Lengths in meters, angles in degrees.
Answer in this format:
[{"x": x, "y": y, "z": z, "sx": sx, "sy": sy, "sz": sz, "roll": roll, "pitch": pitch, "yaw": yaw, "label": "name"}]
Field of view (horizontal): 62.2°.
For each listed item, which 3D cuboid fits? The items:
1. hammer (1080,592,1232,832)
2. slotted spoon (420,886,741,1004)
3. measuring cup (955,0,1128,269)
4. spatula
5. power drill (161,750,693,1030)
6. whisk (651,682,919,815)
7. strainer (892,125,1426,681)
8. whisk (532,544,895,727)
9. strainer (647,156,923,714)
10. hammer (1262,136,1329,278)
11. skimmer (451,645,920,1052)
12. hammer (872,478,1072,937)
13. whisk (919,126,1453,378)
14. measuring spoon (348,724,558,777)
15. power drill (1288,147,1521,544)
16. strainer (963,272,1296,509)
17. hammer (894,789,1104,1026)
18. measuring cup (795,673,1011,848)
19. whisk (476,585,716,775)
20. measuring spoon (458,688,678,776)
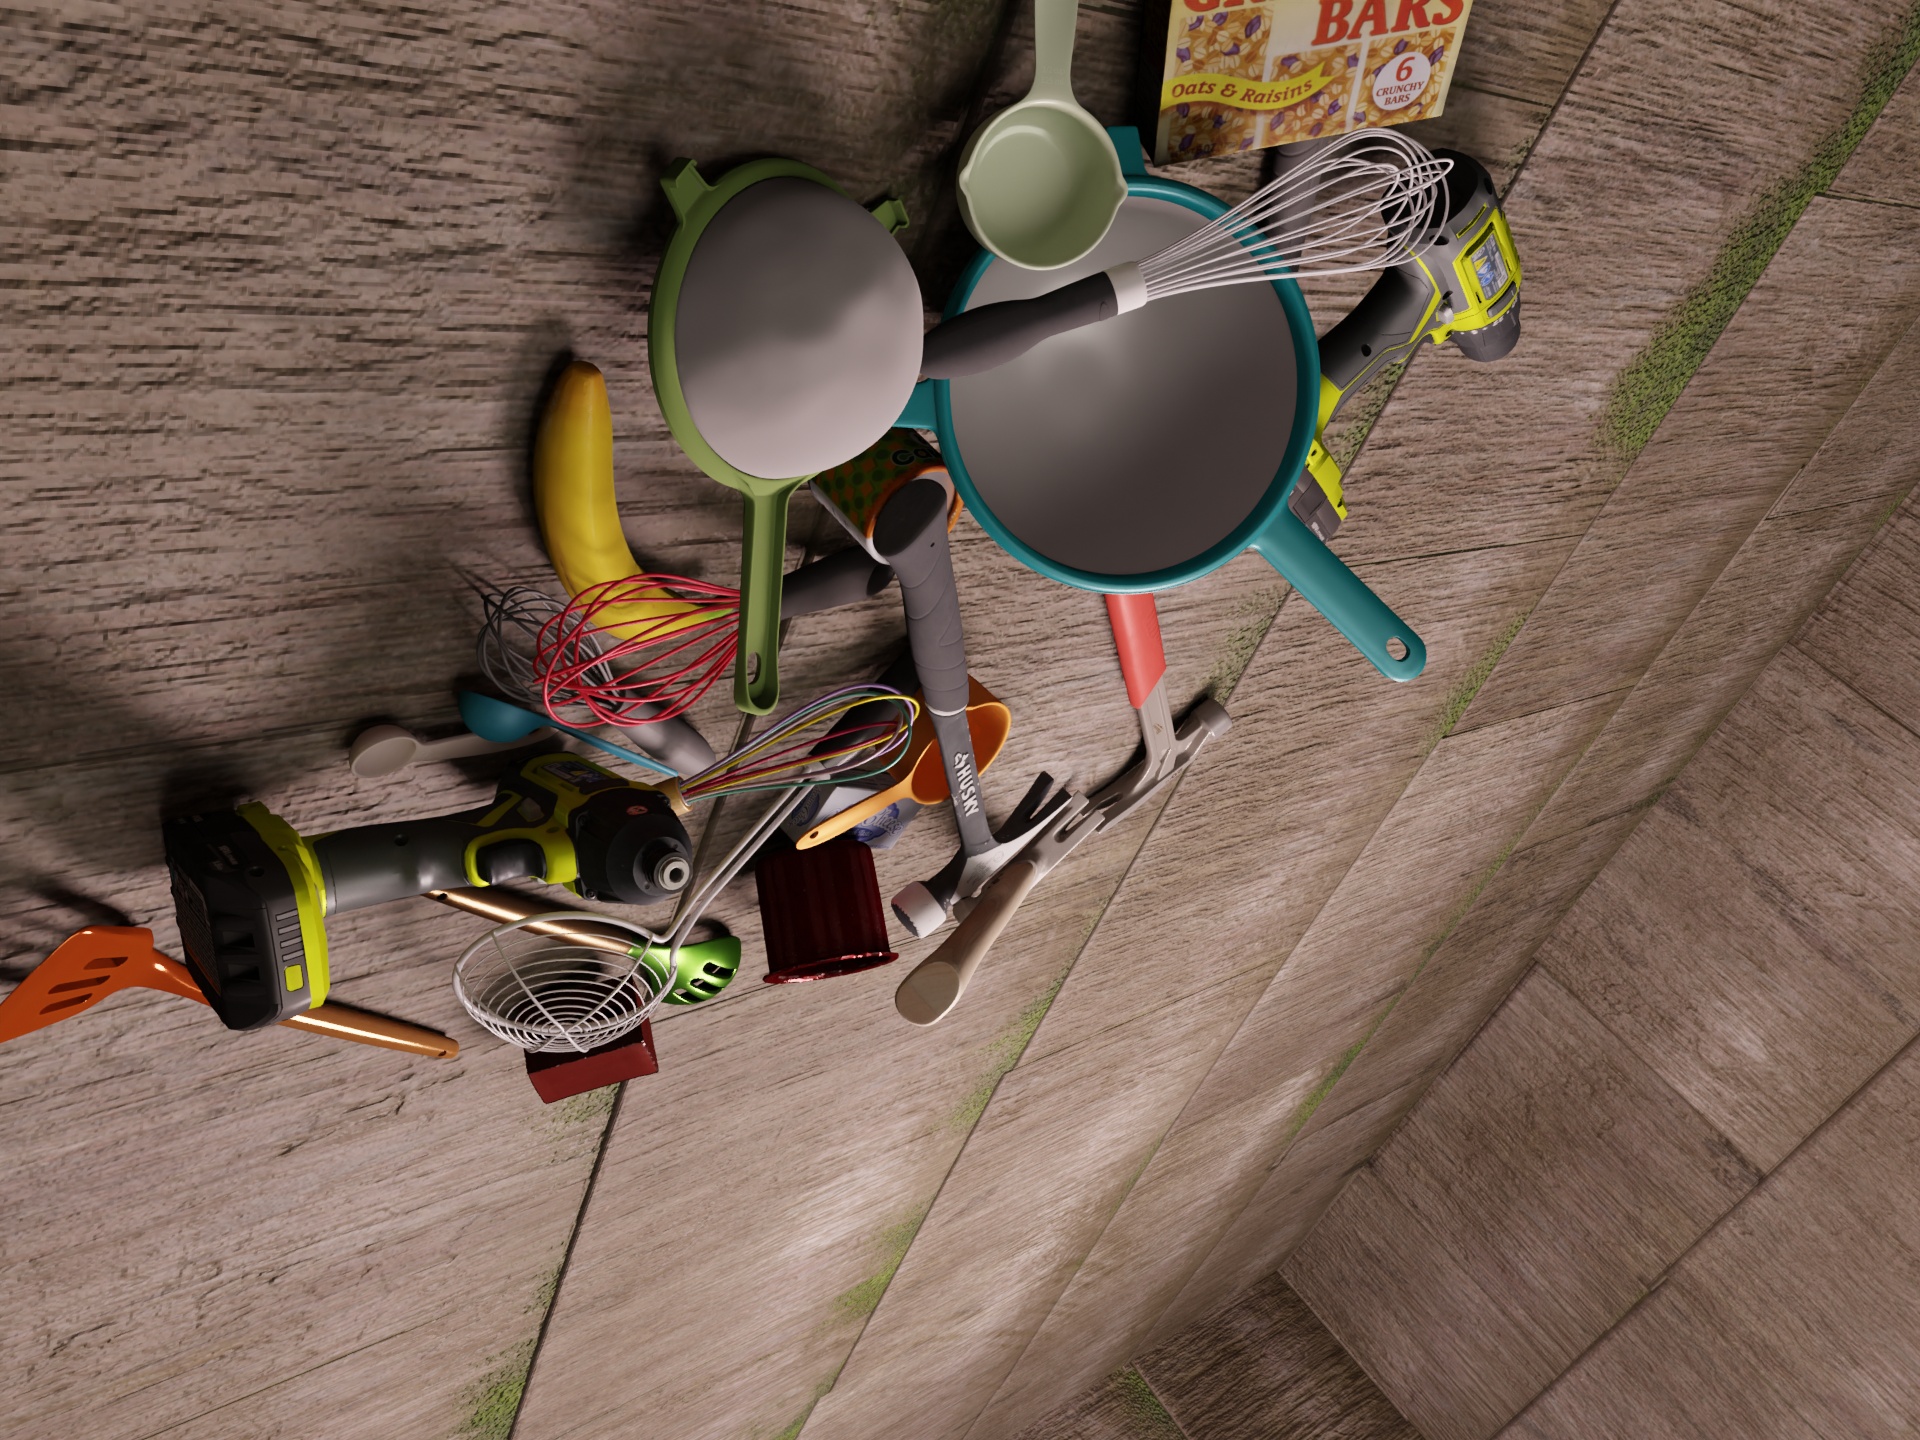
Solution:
[{"x": 0.129, "y": -0.040, "z": 1.193, "sx": 0.149, "sy": 0.037, "sz": 0.358, "roll": -38, "pitch": 150, "yaw": -8, "label": "hammer"}, {"x": -0.232, "y": 0.140, "z": 1.013, "sx": 0.070, "sy": 0.031, "sz": 0.313, "roll": -43, "pitch": 148, "yaw": 7, "label": "slotted spoon"}, {"x": 0.037, "y": -0.298, "z": 0.744, "sx": 0.083, "sy": 0.038, "sz": 0.167, "roll": -1, "pitch": 107, "yaw": -15, "label": "measuring cup"}, {"x": -0.375, "y": 0.161, "z": 0.860, "sx": 0.081, "sy": 0.041, "sz": 0.322, "roll": -45, "pitch": 150, "yaw": 2, "label": "spatula"}, {"x": -0.252, "y": 0.072, "z": 0.774, "sx": 0.223, "sy": 0.171, "sz": 0.080, "roll": -13, "pitch": 107, "yaw": -34, "label": "power drill"}, {"x": -0.136, "y": 0.036, "z": 0.906, "sx": 0.245, "sy": 0.051, "sz": 0.047, "roll": -21, "pitch": -179, "yaw": 9, "label": "whisk"}, {"x": 0.124, "y": -0.138, "z": 0.874, "sx": 0.340, "sy": 0.095, "sz": 0.211, "roll": 40, "pitch": 88, "yaw": -19, "label": "strainer"}, {"x": -0.114, "y": -0.056, "z": 0.823, "sx": 0.296, "sy": 0.073, "sz": 0.073, "roll": -29, "pitch": 152, "yaw": -57, "label": "whisk"}, {"x": -0.069, "y": -0.122, "z": 0.729, "sx": 0.151, "sy": 0.069, "sz": 0.256, "roll": -11, "pitch": 111, "yaw": -51, "label": "strainer"}, {"x": 0.199, "y": -0.290, "z": 0.961, "sx": 0.146, "sy": 0.035, "sz": 0.334, "roll": -28, "pitch": 147, "yaw": -21, "label": "hammer"}, {"x": -0.149, "y": 0.061, "z": 0.981, "sx": 0.363, "sy": 0.090, "sz": 0.127, "roll": -48, "pitch": 144, "yaw": -19, "label": "skimmer"}, {"x": -0.002, "y": -0.003, "z": 0.979, "sx": 0.149, "sy": 0.036, "sz": 0.408, "roll": -38, "pitch": 151, "yaw": -17, "label": "hammer"}, {"x": 0.110, "y": -0.222, "z": 0.776, "sx": 0.284, "sy": 0.070, "sz": 0.070, "roll": -21, "pitch": 146, "yaw": -5, "label": "whisk"}, {"x": -0.262, "y": 0.008, "z": 0.828, "sx": 0.124, "sy": 0.018, "sz": 0.034, "roll": -10, "pitch": 151, "yaw": -52, "label": "measuring spoon"}, {"x": 0.265, "y": -0.222, "z": 1.011, "sx": 0.228, "sy": 0.080, "sz": 0.190, "roll": -48, "pitch": 148, "yaw": 7, "label": "power drill"}, {"x": 0.091, "y": -0.189, "z": 0.926, "sx": 0.258, "sy": 0.050, "sz": 0.086, "roll": -34, "pitch": 125, "yaw": -4, "label": "strainer"}, {"x": 0.026, "y": 0.132, "z": 1.114, "sx": 0.146, "sy": 0.038, "sz": 0.410, "roll": -45, "pitch": 176, "yaw": 9, "label": "hammer"}, {"x": -0.048, "y": 0.026, "z": 1.050, "sx": 0.173, "sy": 0.052, "sz": 0.095, "roll": -30, "pitch": 148, "yaw": -24, "label": "measuring cup"}, {"x": -0.186, "y": -0.011, "z": 0.856, "sx": 0.055, "sy": 0.055, "sz": 0.238, "roll": -42, "pitch": 154, "yaw": 0, "label": "whisk"}, {"x": -0.205, "y": 0.015, "z": 0.835, "sx": 0.128, "sy": 0.042, "sz": 0.021, "roll": 25, "pitch": 81, "yaw": -35, "label": "measuring spoon"}]
